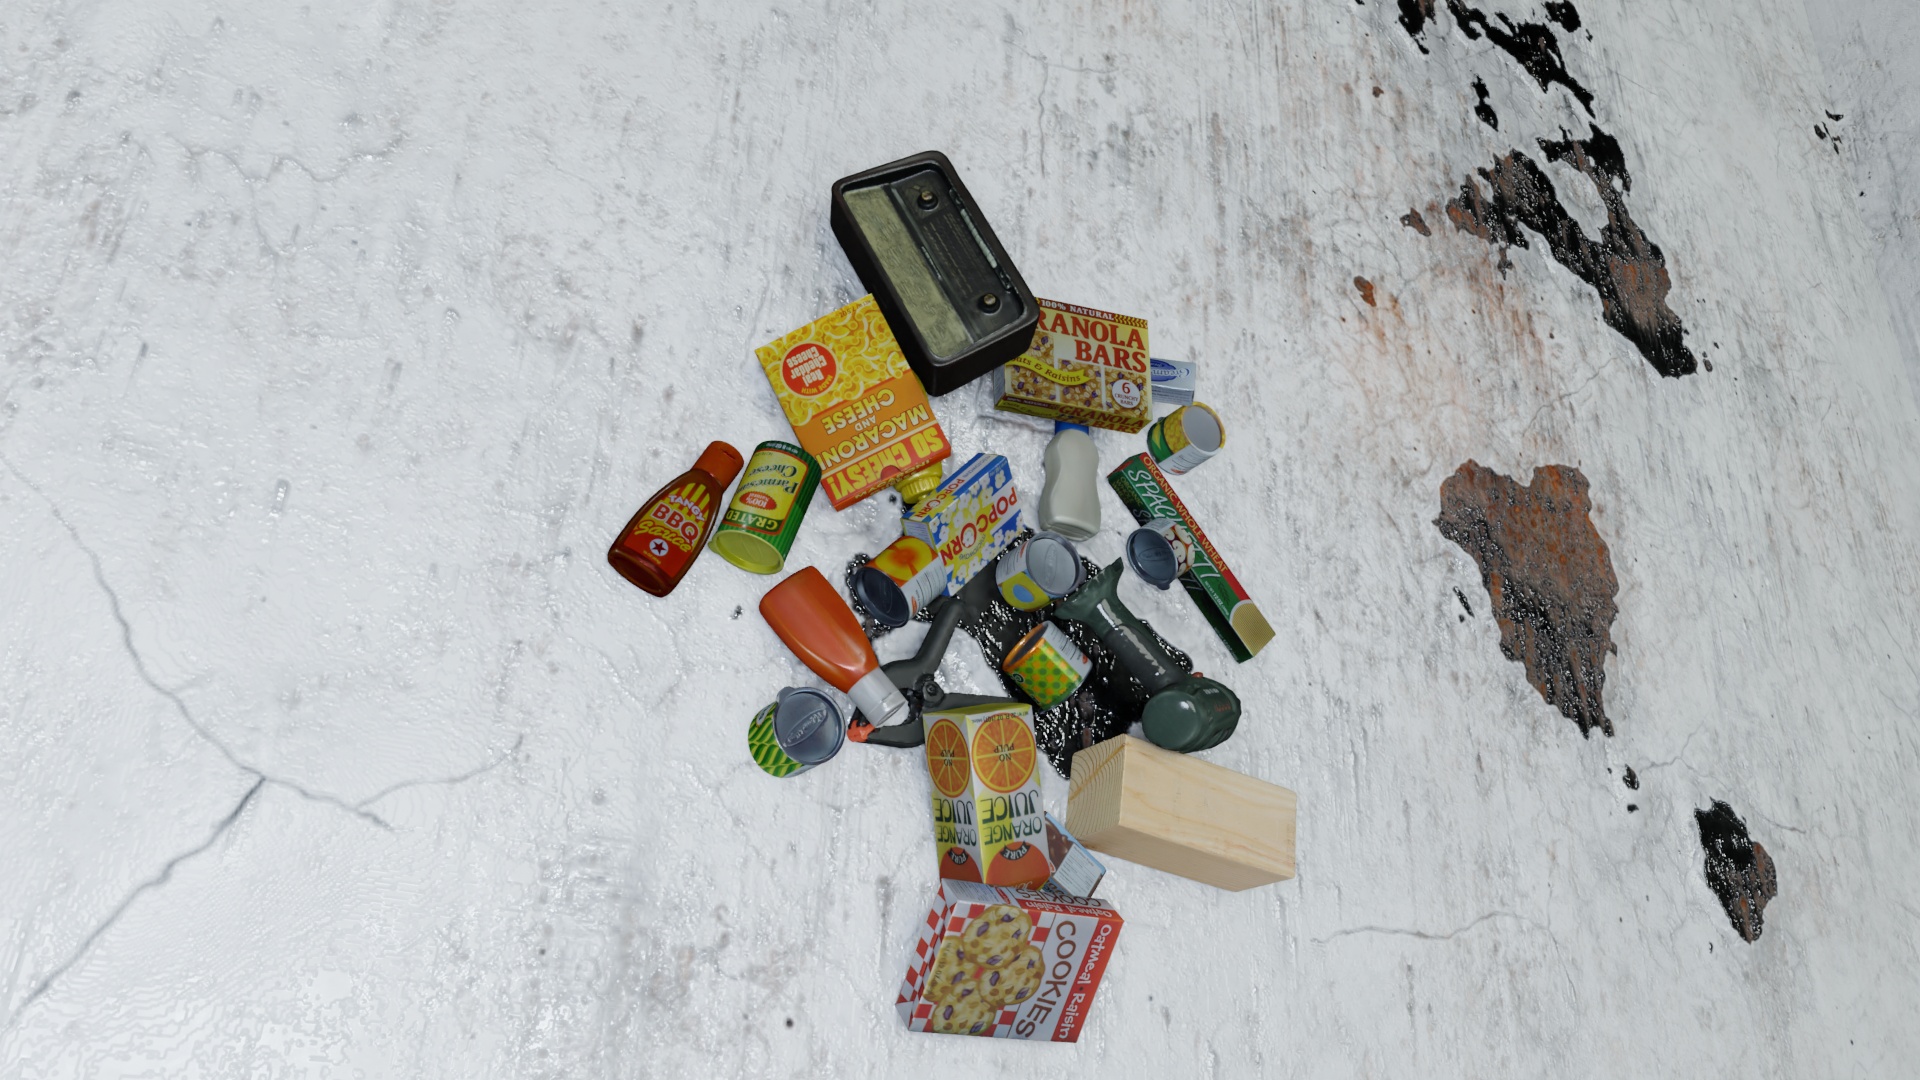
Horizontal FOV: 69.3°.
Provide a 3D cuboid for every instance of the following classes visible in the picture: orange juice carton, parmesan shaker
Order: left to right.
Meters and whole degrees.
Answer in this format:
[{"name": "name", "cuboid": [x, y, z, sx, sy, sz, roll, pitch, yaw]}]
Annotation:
[{"name": "parmesan shaker", "cuboid": [-0.173, -0.031, 1.230, 0.071, 0.071, 0.103, 30, 57, -18]}, {"name": "orange juice carton", "cuboid": [0.024, 0.242, 1.216, 0.072, 0.073, 0.192, -4, 85, -34]}]

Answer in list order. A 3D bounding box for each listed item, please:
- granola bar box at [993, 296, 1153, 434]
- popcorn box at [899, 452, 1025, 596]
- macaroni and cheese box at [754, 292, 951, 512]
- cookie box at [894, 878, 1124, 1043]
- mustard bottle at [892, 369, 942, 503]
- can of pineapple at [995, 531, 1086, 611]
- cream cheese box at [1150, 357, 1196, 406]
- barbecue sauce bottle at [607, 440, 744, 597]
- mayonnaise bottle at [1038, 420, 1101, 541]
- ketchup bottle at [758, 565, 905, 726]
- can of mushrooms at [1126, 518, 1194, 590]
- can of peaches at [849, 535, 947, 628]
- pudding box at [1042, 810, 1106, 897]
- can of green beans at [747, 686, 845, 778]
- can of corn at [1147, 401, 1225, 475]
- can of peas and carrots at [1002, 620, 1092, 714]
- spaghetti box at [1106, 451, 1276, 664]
[{"name": "granola bar box", "cuboid": [0.116, -0.184, 1.446, 0.166, 0.039, 0.124, 8, 66, -19]}, {"name": "popcorn box", "cuboid": [0.005, -0.017, 1.327, 0.127, 0.038, 0.085, -41, 128, -37]}, {"name": "macaroni and cheese box", "cuboid": [-0.100, -0.128, 1.295, 0.124, 0.040, 0.166, -27, 83, -4]}, {"name": "cookie box", "cuboid": [0.043, 0.356, 1.173, 0.167, 0.040, 0.122, 14, 101, -27]}, {"name": "mustard bottle", "cuboid": [-0.050, -0.088, 1.340, 0.065, 0.048, 0.160, -13, 77, -30]}, {"name": "can of pineapple", "cuboid": [0.078, 0.032, 1.362, 0.071, 0.057, 0.071, 13, 64, -27]}, {"name": "cream cheese box", "cuboid": [0.204, -0.176, 1.516, 0.104, 0.024, 0.054, 8, 43, 3]}, {"name": "barbecue sauce bottle", "cuboid": [-0.239, -0.024, 1.198, 0.065, 0.043, 0.149, 37, 55, -10]}, {"name": "mayonnaise bottle", "cuboid": [0.115, -0.075, 1.443, 0.065, 0.041, 0.149, 17, 60, -25]}, {"name": "ketchup bottle", "cuboid": [-0.108, 0.094, 1.208, 0.065, 0.043, 0.149, -34, 76, -29]}, {"name": "can of mushrooms", "cuboid": [0.209, 0.014, 1.448, 0.033, 0.070, 0.071, -30, 87, -38]}, {"name": "can of peaches", "cuboid": [-0.056, 0.036, 1.273, 0.058, 0.071, 0.071, -40, 93, -37]}, {"name": "pudding box", "cuboid": [0.089, 0.294, 1.273, 0.083, 0.030, 0.050, 45, 55, -8]}, {"name": "can of green beans", "cuboid": [-0.139, 0.162, 1.171, 0.071, 0.057, 0.071, 13, 64, -27]}, {"name": "can of corn", "cuboid": [0.249, -0.115, 1.532, 0.071, 0.058, 0.071, 13, 64, -28]}, {"name": "can of peas and carrots", "cuboid": [0.080, 0.121, 1.323, 0.058, 0.070, 0.071, 46, 54, -7]}, {"name": "spaghetti box", "cuboid": [0.248, 0.017, 1.493, 0.050, 0.028, 0.250, -36, 91, -38]}]
